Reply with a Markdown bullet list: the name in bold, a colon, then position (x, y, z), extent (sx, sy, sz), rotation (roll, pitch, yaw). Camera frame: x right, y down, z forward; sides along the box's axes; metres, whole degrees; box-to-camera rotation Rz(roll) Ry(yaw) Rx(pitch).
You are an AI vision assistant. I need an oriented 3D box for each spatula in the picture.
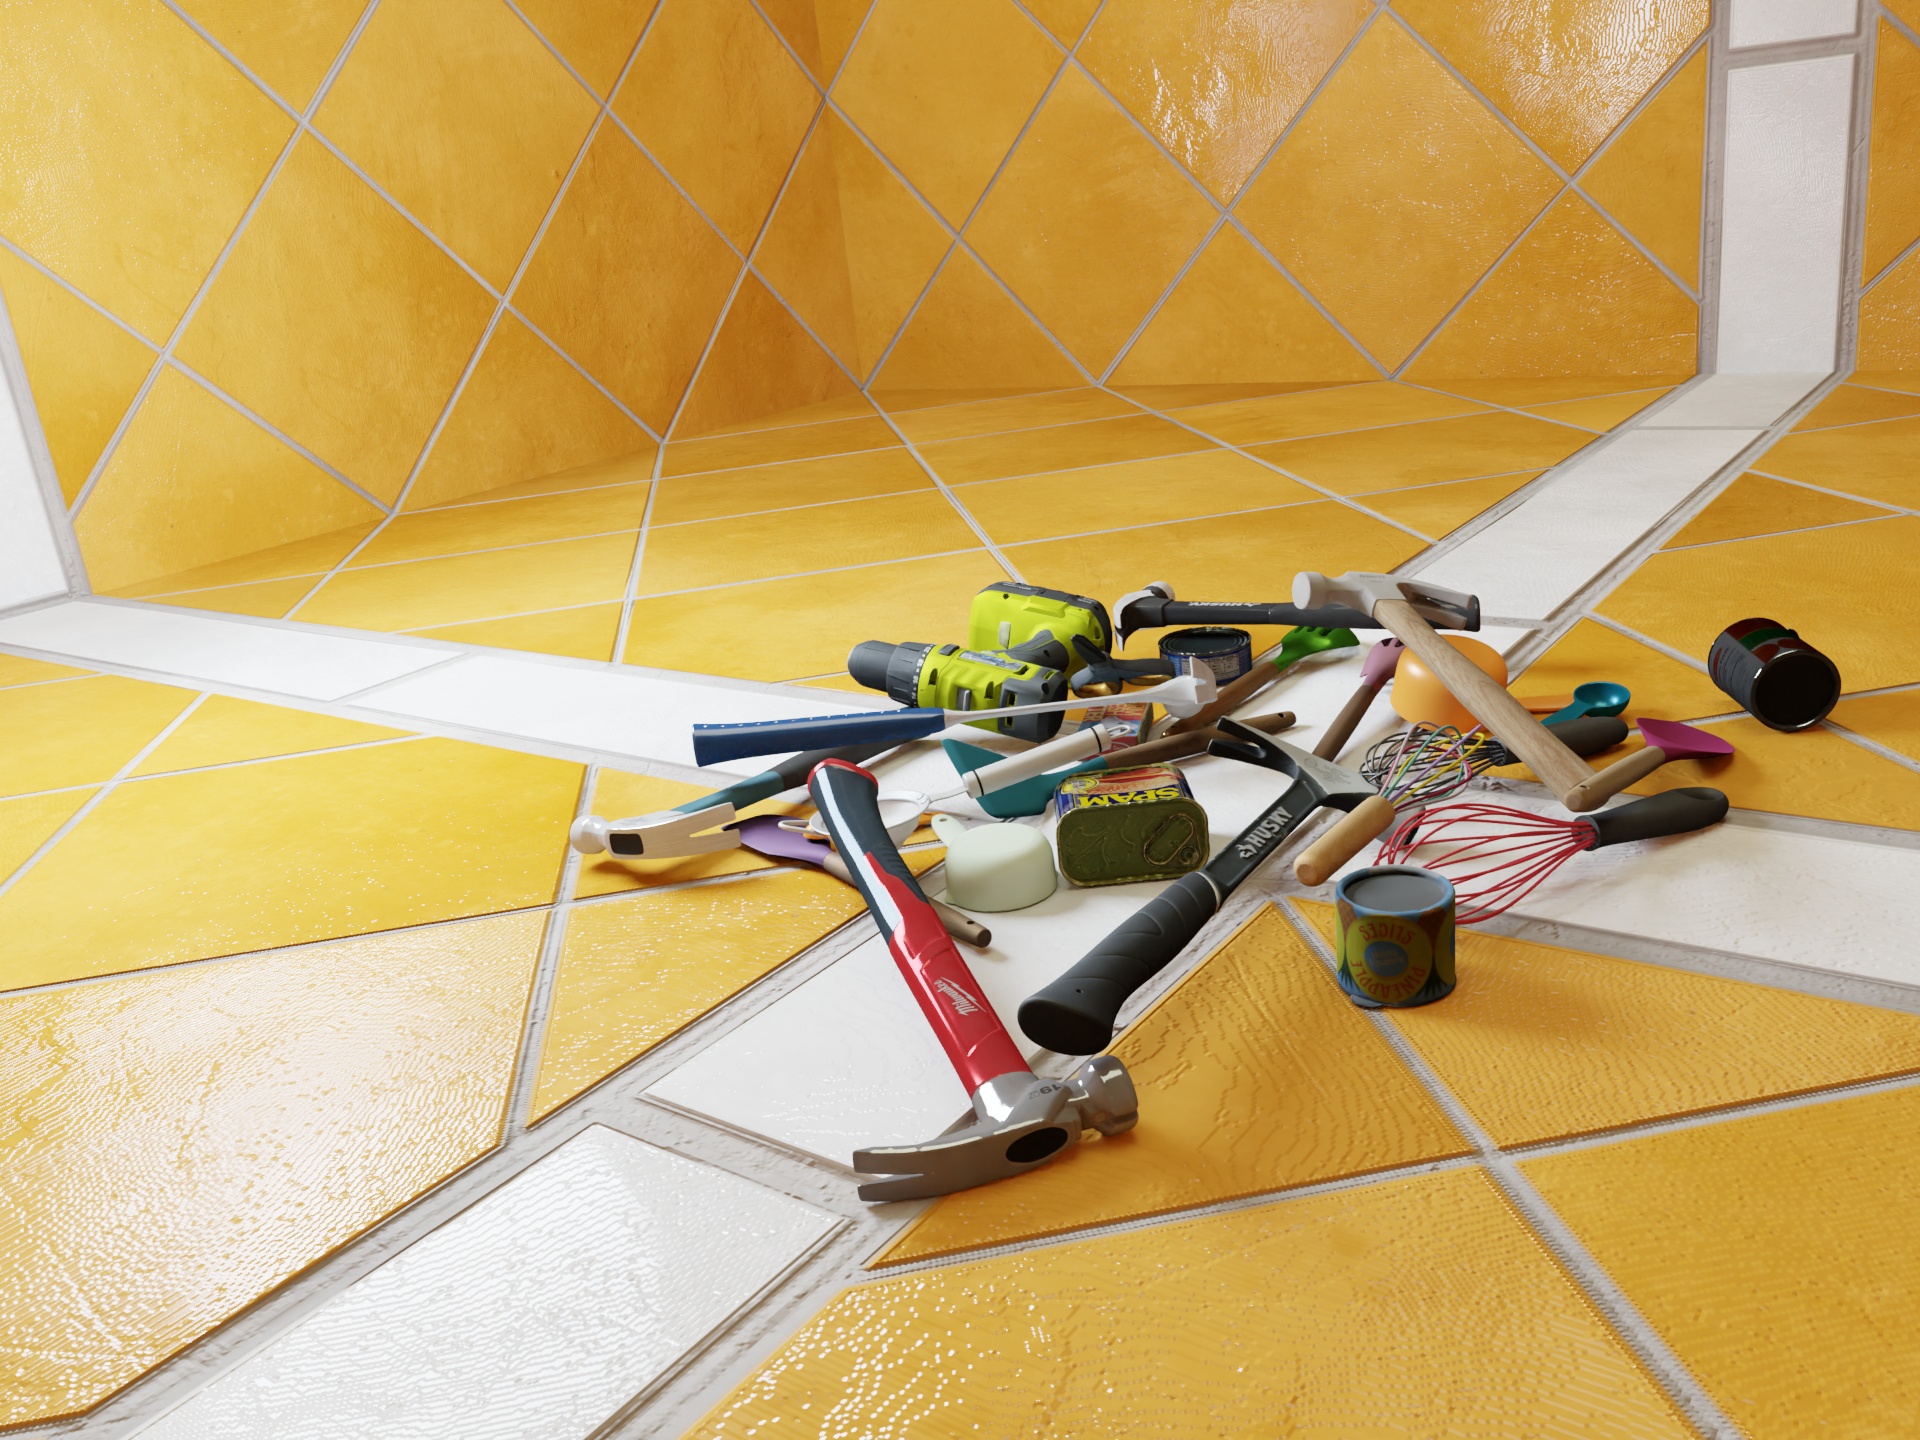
- **spatula**: position (-0.075, 0.105, 1.115), extent (0.059, 0.018, 0.316), rotation (-16, 20, -32)
- **spatula**: position (0.137, 0.024, 1.241), extent (0.317, 0.044, 0.082), rotation (-13, 49, -25)

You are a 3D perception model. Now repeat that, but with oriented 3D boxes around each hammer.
- **hammer**: position (0.146, 0.091, 0.936), extent (0.149, 0.036, 0.409), rotation (29, 30, 22)
- **hammer**: position (-0.042, 0.126, 0.923), extent (0.143, 0.038, 0.387), rotation (-13, 29, -15)
- **hammer**: position (0.296, -0.095, 1.430), extent (0.335, 0.035, 0.146), rotation (2, 18, 28)
- **hammer**: position (0.374, -0.032, 1.177), extent (0.130, 0.031, 0.332), rotation (-2, 30, -16)
- **hammer**: position (-0.002, -0.004, 1.222), extent (0.405, 0.035, 0.144), rotation (-6, -5, -2)
- **hammer**: position (-0.141, 0.045, 1.270), extent (0.128, 0.033, 0.331), rotation (1, 16, 41)

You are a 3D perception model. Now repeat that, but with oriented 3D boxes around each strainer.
- **strainer**: position (0.002, 0.050, 1.117), extent (0.258, 0.050, 0.087), rotation (-20, 17, -7)

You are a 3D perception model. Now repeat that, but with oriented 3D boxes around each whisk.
- **whisk**: position (0.271, 0.052, 1.004), extent (0.047, 0.051, 0.245), rotation (18, 29, 33)
- **whisk**: position (0.390, 0.025, 1.157), extent (0.239, 0.055, 0.055), rotation (-9, 18, -21)
- **whisk**: position (0.378, 0.074, 0.998), extent (0.295, 0.073, 0.073), rotation (-9, 18, -26)

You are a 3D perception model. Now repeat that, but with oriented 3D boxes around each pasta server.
- **pasta server**: position (0.324, -0.005, 1.294), extent (0.060, 0.040, 0.316), rotation (4, 26, 29)

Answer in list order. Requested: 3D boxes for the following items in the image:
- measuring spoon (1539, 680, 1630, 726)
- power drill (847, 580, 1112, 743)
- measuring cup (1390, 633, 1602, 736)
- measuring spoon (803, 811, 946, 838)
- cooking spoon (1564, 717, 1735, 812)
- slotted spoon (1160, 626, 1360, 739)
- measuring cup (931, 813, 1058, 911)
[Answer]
- **measuring spoon**: position (0.470, 0.005, 1.234), extent (0.128, 0.021, 0.042), rotation (-27, 32, -25)
- **power drill**: position (0.025, -0.056, 1.416), extent (0.190, 0.080, 0.228), rotation (14, 23, 20)
- **measuring cup**: position (0.435, -0.033, 1.274), extent (0.173, 0.052, 0.095), rotation (-1, 31, 1)
- **measuring spoon**: position (-0.063, 0.075, 1.186), extent (0.117, 0.011, 0.021), rotation (-7, 14, -28)
- **cooking spoon**: position (0.459, 0.028, 1.070), extent (0.069, 0.017, 0.318), rotation (25, 21, 32)
- **slotted spoon**: position (0.264, -0.037, 1.405), extent (0.070, 0.031, 0.314), rotation (9, 26, 38)
- **measuring cup**: position (0.011, 0.083, 1.116), extent (0.083, 0.038, 0.168), rotation (-13, 22, -17)
